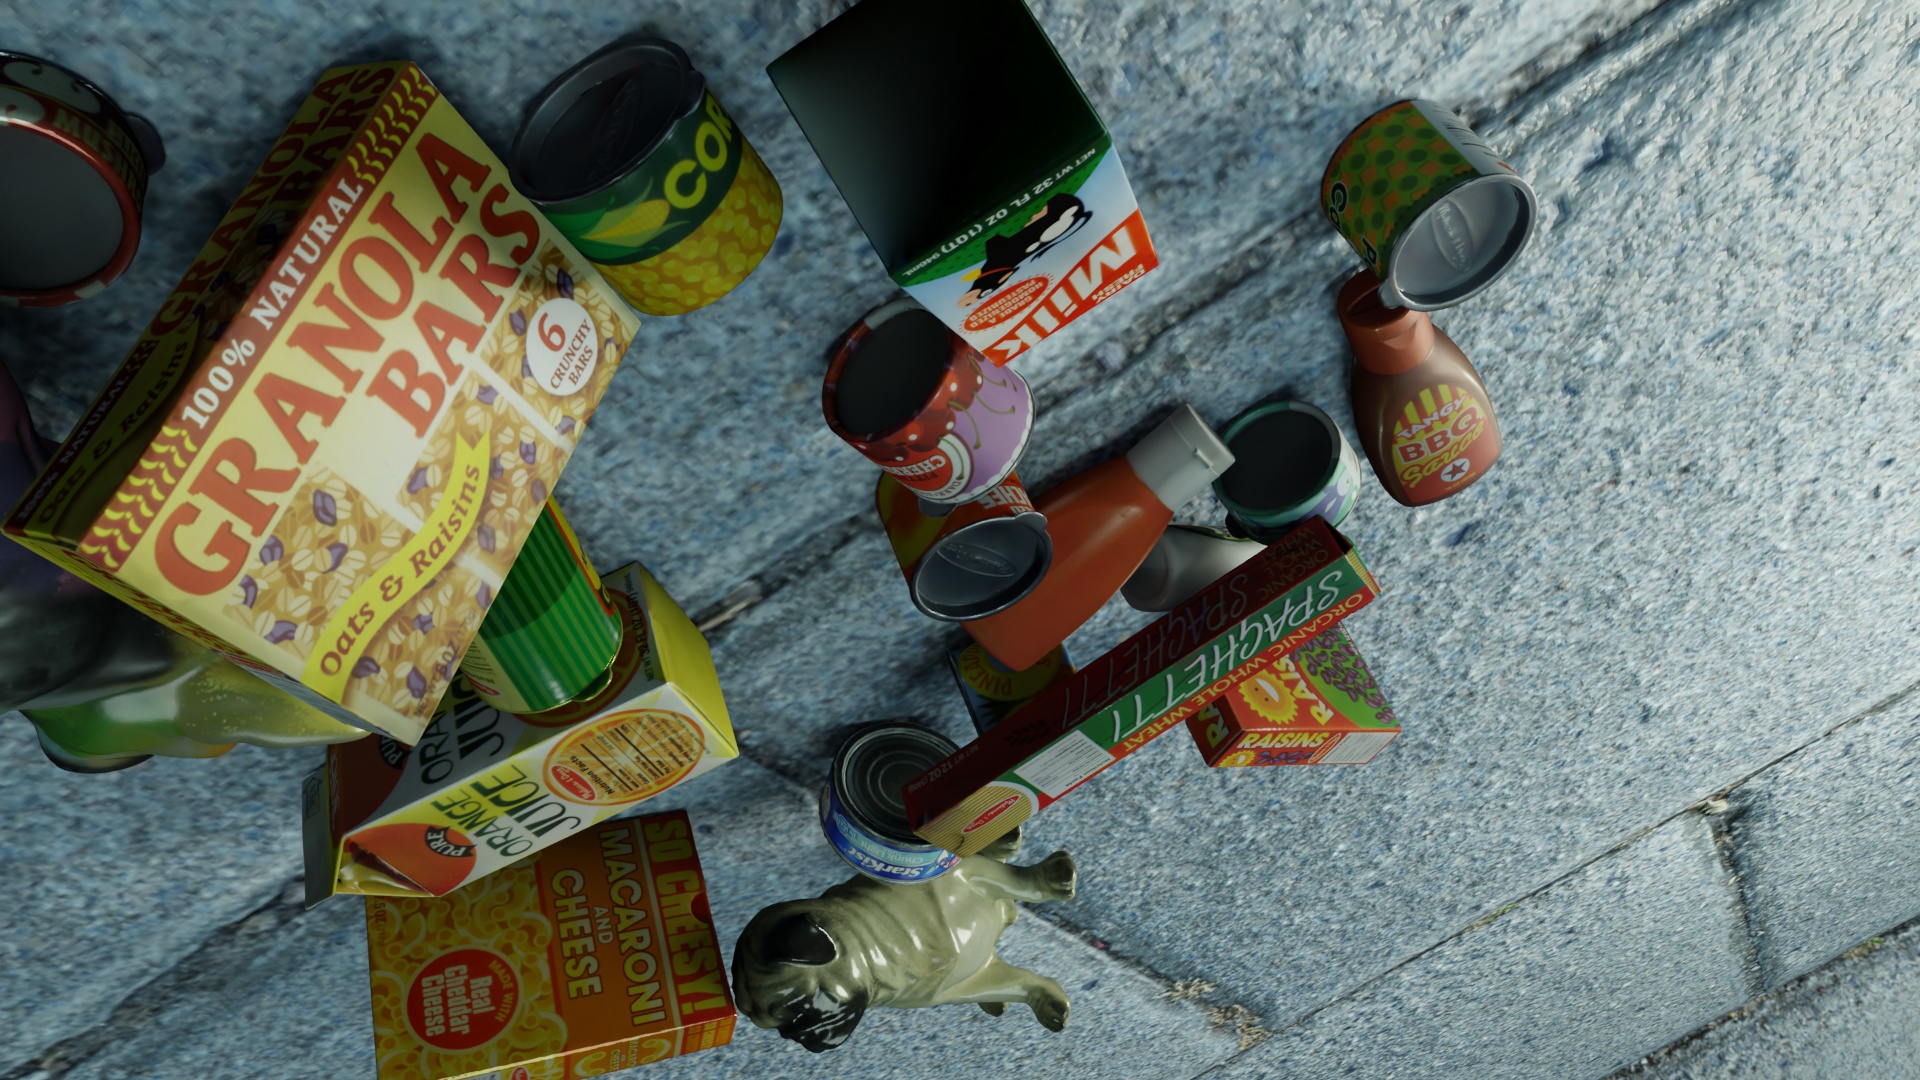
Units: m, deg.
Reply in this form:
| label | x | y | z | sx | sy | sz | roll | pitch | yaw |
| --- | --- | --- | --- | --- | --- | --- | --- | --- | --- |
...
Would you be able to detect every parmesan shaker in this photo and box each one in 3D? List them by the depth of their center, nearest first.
| label | x | y | z | sx | sy | sz | roll | pitch | yaw |
| --- | --- | --- | --- | --- | --- | --- | --- | --- | --- |
| parmesan shaker | -0.178 | 0.014 | 0.541 | 0.071 | 0.071 | 0.102 | -19 | 140 | -6 |

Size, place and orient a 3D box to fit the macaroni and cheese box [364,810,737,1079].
| label | x | y | z | sx | sy | sz | roll | pitch | yaw |
| --- | --- | --- | --- | --- | --- | --- | --- | --- | --- |
| macaroni and cheese box | -0.209 | 0.210 | 0.704 | 0.167 | 0.124 | 0.040 | -6 | 139 | -22 |

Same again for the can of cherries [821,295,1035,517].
| label | x | y | z | sx | sy | sz | roll | pitch | yaw |
| --- | --- | --- | --- | --- | --- | --- | --- | --- | --- |
| can of cherries | -0.013 | -0.053 | 0.552 | 0.071 | 0.072 | 0.058 | -37 | 139 | 15 |

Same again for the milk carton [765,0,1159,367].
| label | x | y | z | sx | sy | sz | roll | pitch | yaw |
| --- | --- | --- | --- | --- | --- | --- | --- | --- | --- |
| milk carton | 0.014 | -0.114 | 0.463 | 0.072 | 0.073 | 0.190 | -32 | 171 | 10 |

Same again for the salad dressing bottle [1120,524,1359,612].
| label | x | y | z | sx | sy | sz | roll | pitch | yaw |
| --- | --- | --- | --- | --- | --- | --- | --- | --- | --- |
| salad dressing bottle | 0.149 | 0.014 | 0.726 | 0.148 | 0.064 | 0.044 | 0 | 90 | -37 |

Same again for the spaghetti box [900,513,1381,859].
| label | x | y | z | sx | sy | sz | roll | pitch | yaw |
| --- | --- | --- | --- | --- | --- | --- | --- | --- | --- |
| spaghetti box | 0.085 | 0.074 | 0.671 | 0.249 | 0.029 | 0.050 | -35 | 138 | 13 |

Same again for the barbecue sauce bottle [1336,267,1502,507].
| label | x | y | z | sx | sy | sz | roll | pitch | yaw |
| --- | --- | --- | --- | --- | --- | --- | --- | --- | --- |
| barbecue sauce bottle | 0.217 | -0.074 | 0.669 | 0.065 | 0.044 | 0.148 | -32 | 140 | 10 |

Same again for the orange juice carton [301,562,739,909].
| label | x | y | z | sx | sy | sz | roll | pitch | yaw |
| --- | --- | --- | --- | --- | --- | --- | --- | --- | --- |
| orange juice carton | -0.206 | 0.093 | 0.616 | 0.193 | 0.072 | 0.072 | -25 | 141 | 0 |

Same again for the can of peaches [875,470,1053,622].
| label | x | y | z | sx | sy | sz | roll | pitch | yaw |
| --- | --- | --- | --- | --- | --- | --- | --- | --- | --- |
| can of peaches | 0.002 | -0.008 | 0.621 | 0.071 | 0.058 | 0.070 | -14 | 139 | -12 |

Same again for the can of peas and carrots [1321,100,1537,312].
| label | x | y | z | sx | sy | sz | roll | pitch | yaw |
| --- | --- | --- | --- | --- | --- | --- | --- | --- | --- |
| can of peas and carrots | 0.190 | -0.136 | 0.573 | 0.071 | 0.059 | 0.070 | -14 | 140 | -12 |

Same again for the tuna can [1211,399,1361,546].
| label | x | y | z | sx | sy | sz | roll | pitch | yaw |
| --- | --- | --- | --- | --- | --- | --- | --- | --- | --- |
| tuna can | 0.153 | -0.031 | 0.666 | 0.071 | 0.071 | 0.032 | -34 | 139 | 11 |

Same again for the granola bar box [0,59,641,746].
| label | x | y | z | sx | sy | sz | roll | pitch | yaw |
| --- | --- | --- | --- | --- | --- | --- | --- | --- | --- |
| granola bar box | -0.178 | -0.040 | 0.421 | 0.039 | 0.166 | 0.123 | 7 | 152 | 29 |

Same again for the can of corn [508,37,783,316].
| label | x | y | z | sx | sy | sz | roll | pitch | yaw |
| --- | --- | --- | --- | --- | --- | --- | --- | --- | --- |
| can of corn | -0.096 | -0.114 | 0.441 | 0.071 | 0.071 | 0.058 | -30 | 142 | 7 |

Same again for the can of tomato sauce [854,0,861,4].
| label | x | y | z | sx | sy | sz | roll | pitch | yaw |
| --- | --- | --- | --- | --- | --- | --- | --- | --- | --- |
| can of tomato sauce | -0.004 | -0.198 | 0.396 | 0.083 | 0.071 | 0.071 | -26 | 141 | 2 |

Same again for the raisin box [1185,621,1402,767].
| label | x | y | z | sx | sy | sz | roll | pitch | yaw |
| --- | --- | --- | --- | --- | --- | --- | --- | --- | --- |
| raisin box | 0.179 | 0.084 | 0.794 | 0.123 | 0.086 | 0.040 | 5 | 137 | -31 |

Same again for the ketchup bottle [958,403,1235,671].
| label | x | y | z | sx | sy | sz | roll | pitch | yaw |
| --- | --- | --- | --- | --- | --- | --- | --- | --- | --- |
| ketchup bottle | 0.062 | -0.004 | 0.663 | 0.148 | 0.044 | 0.064 | -40 | 110 | 14 |

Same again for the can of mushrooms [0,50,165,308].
| label | x | y | z | sx | sy | sz | roll | pitch | yaw |
| --- | --- | --- | --- | --- | --- | --- | --- | --- | --- |
| can of mushrooms | -0.267 | -0.102 | 0.395 | 0.071 | 0.033 | 0.070 | -14 | 139 | -12 |

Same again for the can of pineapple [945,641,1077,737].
| label | x | y | z | sx | sy | sz | roll | pitch | yaw |
| --- | --- | --- | --- | --- | --- | --- | --- | --- | --- |
| can of pineapple | 0.031 | 0.077 | 0.725 | 0.058 | 0.071 | 0.070 | -22 | 141 | -4 |
